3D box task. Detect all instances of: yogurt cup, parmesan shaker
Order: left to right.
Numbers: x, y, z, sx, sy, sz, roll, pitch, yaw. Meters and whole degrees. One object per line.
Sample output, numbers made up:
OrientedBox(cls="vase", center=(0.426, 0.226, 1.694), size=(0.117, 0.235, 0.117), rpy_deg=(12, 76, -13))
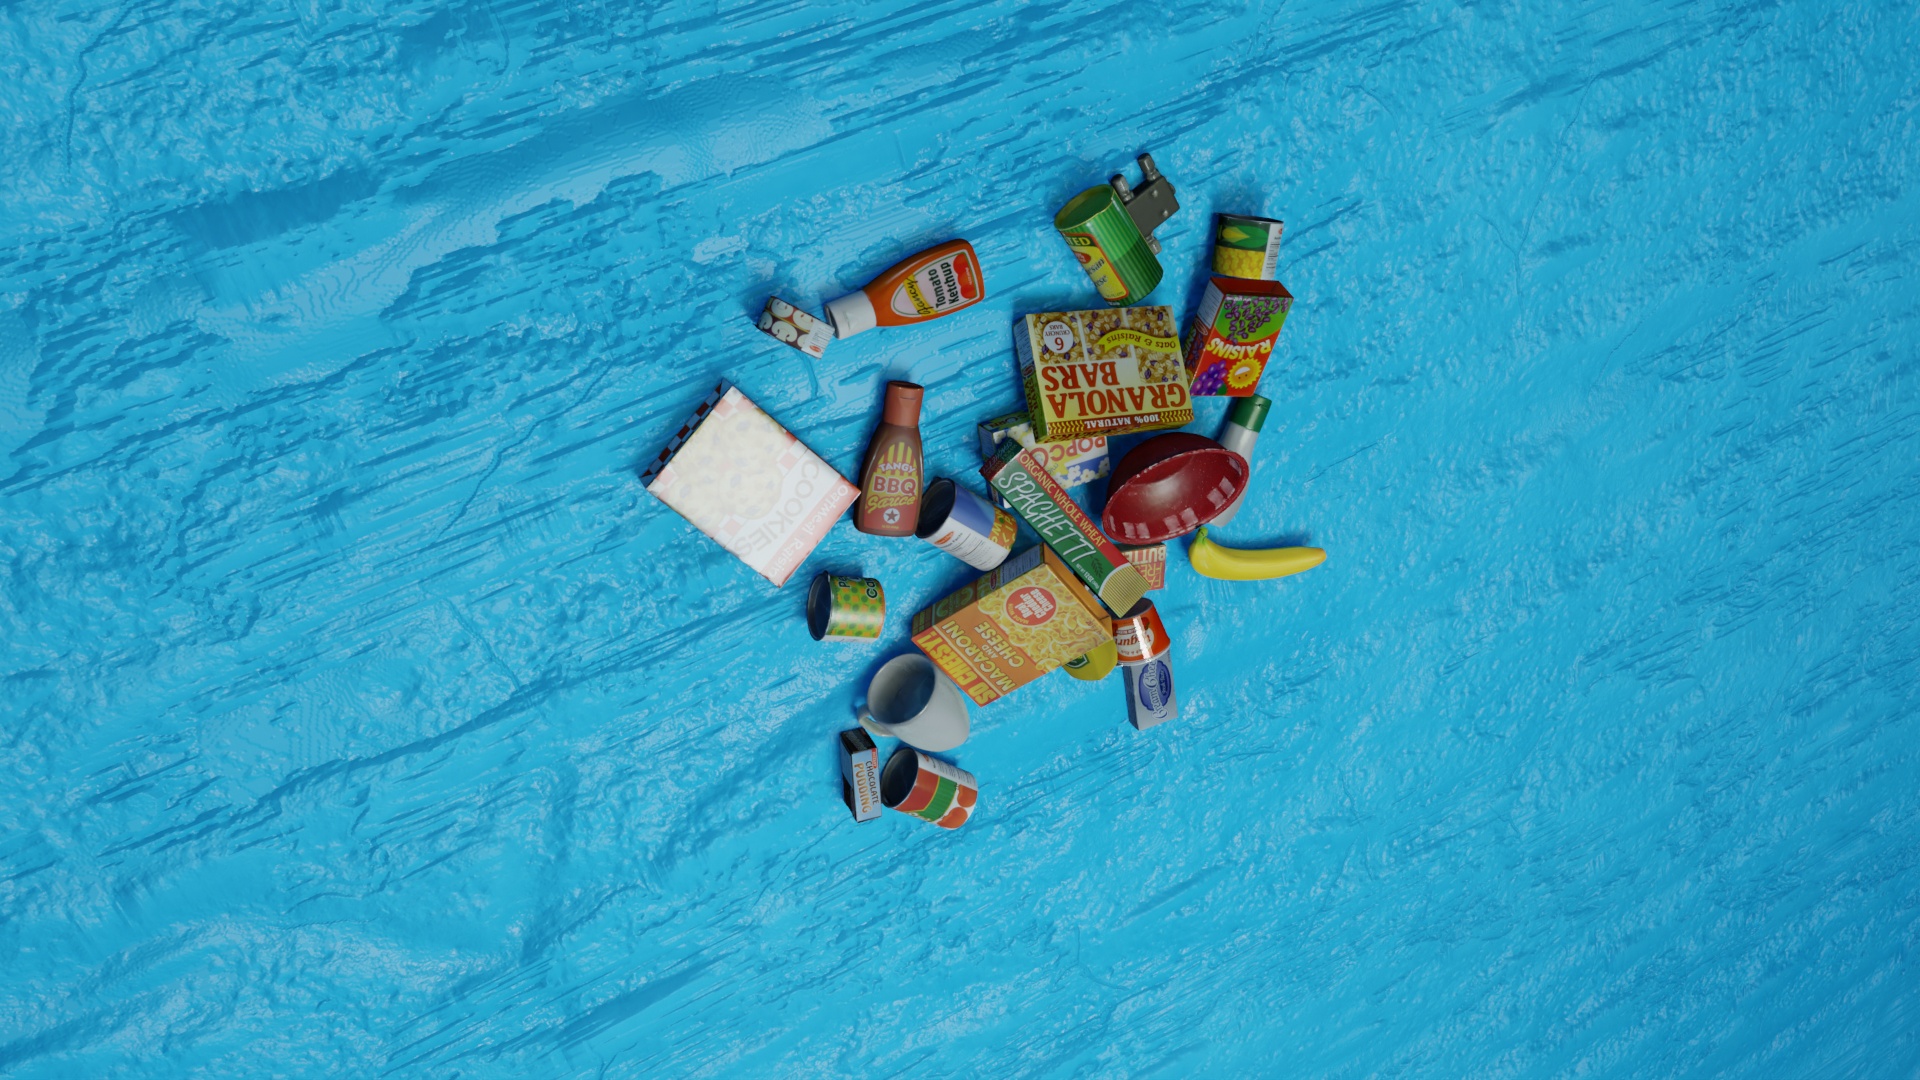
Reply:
OrientedBox(cls="parmesan shaker", center=(0.147, -0.285, 1.352), size=(0.071, 0.071, 0.103), rpy_deg=(-42, 120, -5))
OrientedBox(cls="yogurt cup", center=(0.191, 0.097, 1.517), size=(0.072, 0.072, 0.053), rpy_deg=(-24, 109, -15))

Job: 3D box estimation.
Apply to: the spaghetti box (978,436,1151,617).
OrientedBox(cls="spaghetti box", center=(0.110, -0.010, 1.419), size=(0.050, 0.029, 0.249), rpy_deg=(-46, 125, -1))

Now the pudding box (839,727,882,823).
OrientedBox(cls="pudding box", center=(-0.104, 0.243, 1.441), size=(0.030, 0.050, 0.083), rpy_deg=(-9, 111, -19))

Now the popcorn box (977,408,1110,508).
OrientedBox(cls="popcorn box", center=(0.087, -0.093, 1.414), size=(0.127, 0.038, 0.085), rpy_deg=(-18, 116, -18))

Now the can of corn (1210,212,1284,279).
OrientedBox(cls="can of corn", center=(0.290, -0.301, 1.418), size=(0.071, 0.071, 0.058), rpy_deg=(-2, 110, -24))

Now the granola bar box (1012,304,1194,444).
OrientedBox(cls="granola bar box", center=(0.142, -0.166, 1.383), size=(0.166, 0.039, 0.124), rpy_deg=(-7, 82, -22))

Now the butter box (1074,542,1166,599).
OrientedBox(cls="butter box", center=(0.174, 0.032, 1.507), size=(0.104, 0.024, 0.053), rpy_deg=(-8, 112, -22))

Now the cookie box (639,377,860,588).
OrientedBox(cls="cookie box", center=(-0.194, -0.051, 1.299), size=(0.167, 0.040, 0.123), rpy_deg=(40, 89, -29))

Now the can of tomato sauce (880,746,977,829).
OrientedBox(cls="can of tomato sauce", center=(-0.035, 0.265, 1.472), size=(0.083, 0.071, 0.071), rpy_deg=(27, 96, -31))

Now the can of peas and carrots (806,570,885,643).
OrientedBox(cls="can of peas and carrots", center=(-0.112, 0.065, 1.364), size=(0.059, 0.071, 0.070), rpy_deg=(5, 106, -27))

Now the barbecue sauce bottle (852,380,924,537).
OrientedBox(cls="barbecue sauce bottle", center=(-0.064, -0.079, 1.346), size=(0.065, 0.044, 0.148), rpy_deg=(5, 106, -17))

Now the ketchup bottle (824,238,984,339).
OrientedBox(cls="ketchup bottle", center=(-0.053, -0.230, 1.297), size=(0.149, 0.043, 0.064), rpy_deg=(-24, 117, -15))

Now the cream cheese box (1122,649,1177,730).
OrientedBox(cls="cream cheese box", center=(0.213, 0.161, 1.572), size=(0.053, 0.024, 0.103), rpy_deg=(-18, 115, -16))

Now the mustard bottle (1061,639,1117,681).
OrientedBox(cls="mustard bottle", center=(0.112, 0.076, 1.473), size=(0.049, 0.065, 0.159), rpy_deg=(-45, 119, -34))

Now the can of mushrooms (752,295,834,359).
OrientedBox(cls="can of mushrooms", center=(-0.151, -0.193, 1.254), size=(0.071, 0.071, 0.033), rpy_deg=(23, 98, -30))

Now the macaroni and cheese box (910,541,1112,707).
OrientedBox(cls="macaroni and cheese box", center=(0.052, 0.089, 1.420), size=(0.166, 0.040, 0.123), rpy_deg=(-30, 120, 22))

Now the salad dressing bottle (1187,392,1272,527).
OrientedBox(cls="salad dressing bottle", center=(0.293, -0.090, 1.508), size=(0.064, 0.044, 0.147), rpy_deg=(18, 99, -28))

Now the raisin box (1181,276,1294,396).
OrientedBox(cls="raisin box", center=(0.280, -0.209, 1.437), size=(0.086, 0.040, 0.122), rpy_deg=(-3, 130, -24))

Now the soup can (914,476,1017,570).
OrientedBox(cls="soup can", center=(0.005, -0.017, 1.390), size=(0.083, 0.071, 0.071), rpy_deg=(28, 95, -31))
